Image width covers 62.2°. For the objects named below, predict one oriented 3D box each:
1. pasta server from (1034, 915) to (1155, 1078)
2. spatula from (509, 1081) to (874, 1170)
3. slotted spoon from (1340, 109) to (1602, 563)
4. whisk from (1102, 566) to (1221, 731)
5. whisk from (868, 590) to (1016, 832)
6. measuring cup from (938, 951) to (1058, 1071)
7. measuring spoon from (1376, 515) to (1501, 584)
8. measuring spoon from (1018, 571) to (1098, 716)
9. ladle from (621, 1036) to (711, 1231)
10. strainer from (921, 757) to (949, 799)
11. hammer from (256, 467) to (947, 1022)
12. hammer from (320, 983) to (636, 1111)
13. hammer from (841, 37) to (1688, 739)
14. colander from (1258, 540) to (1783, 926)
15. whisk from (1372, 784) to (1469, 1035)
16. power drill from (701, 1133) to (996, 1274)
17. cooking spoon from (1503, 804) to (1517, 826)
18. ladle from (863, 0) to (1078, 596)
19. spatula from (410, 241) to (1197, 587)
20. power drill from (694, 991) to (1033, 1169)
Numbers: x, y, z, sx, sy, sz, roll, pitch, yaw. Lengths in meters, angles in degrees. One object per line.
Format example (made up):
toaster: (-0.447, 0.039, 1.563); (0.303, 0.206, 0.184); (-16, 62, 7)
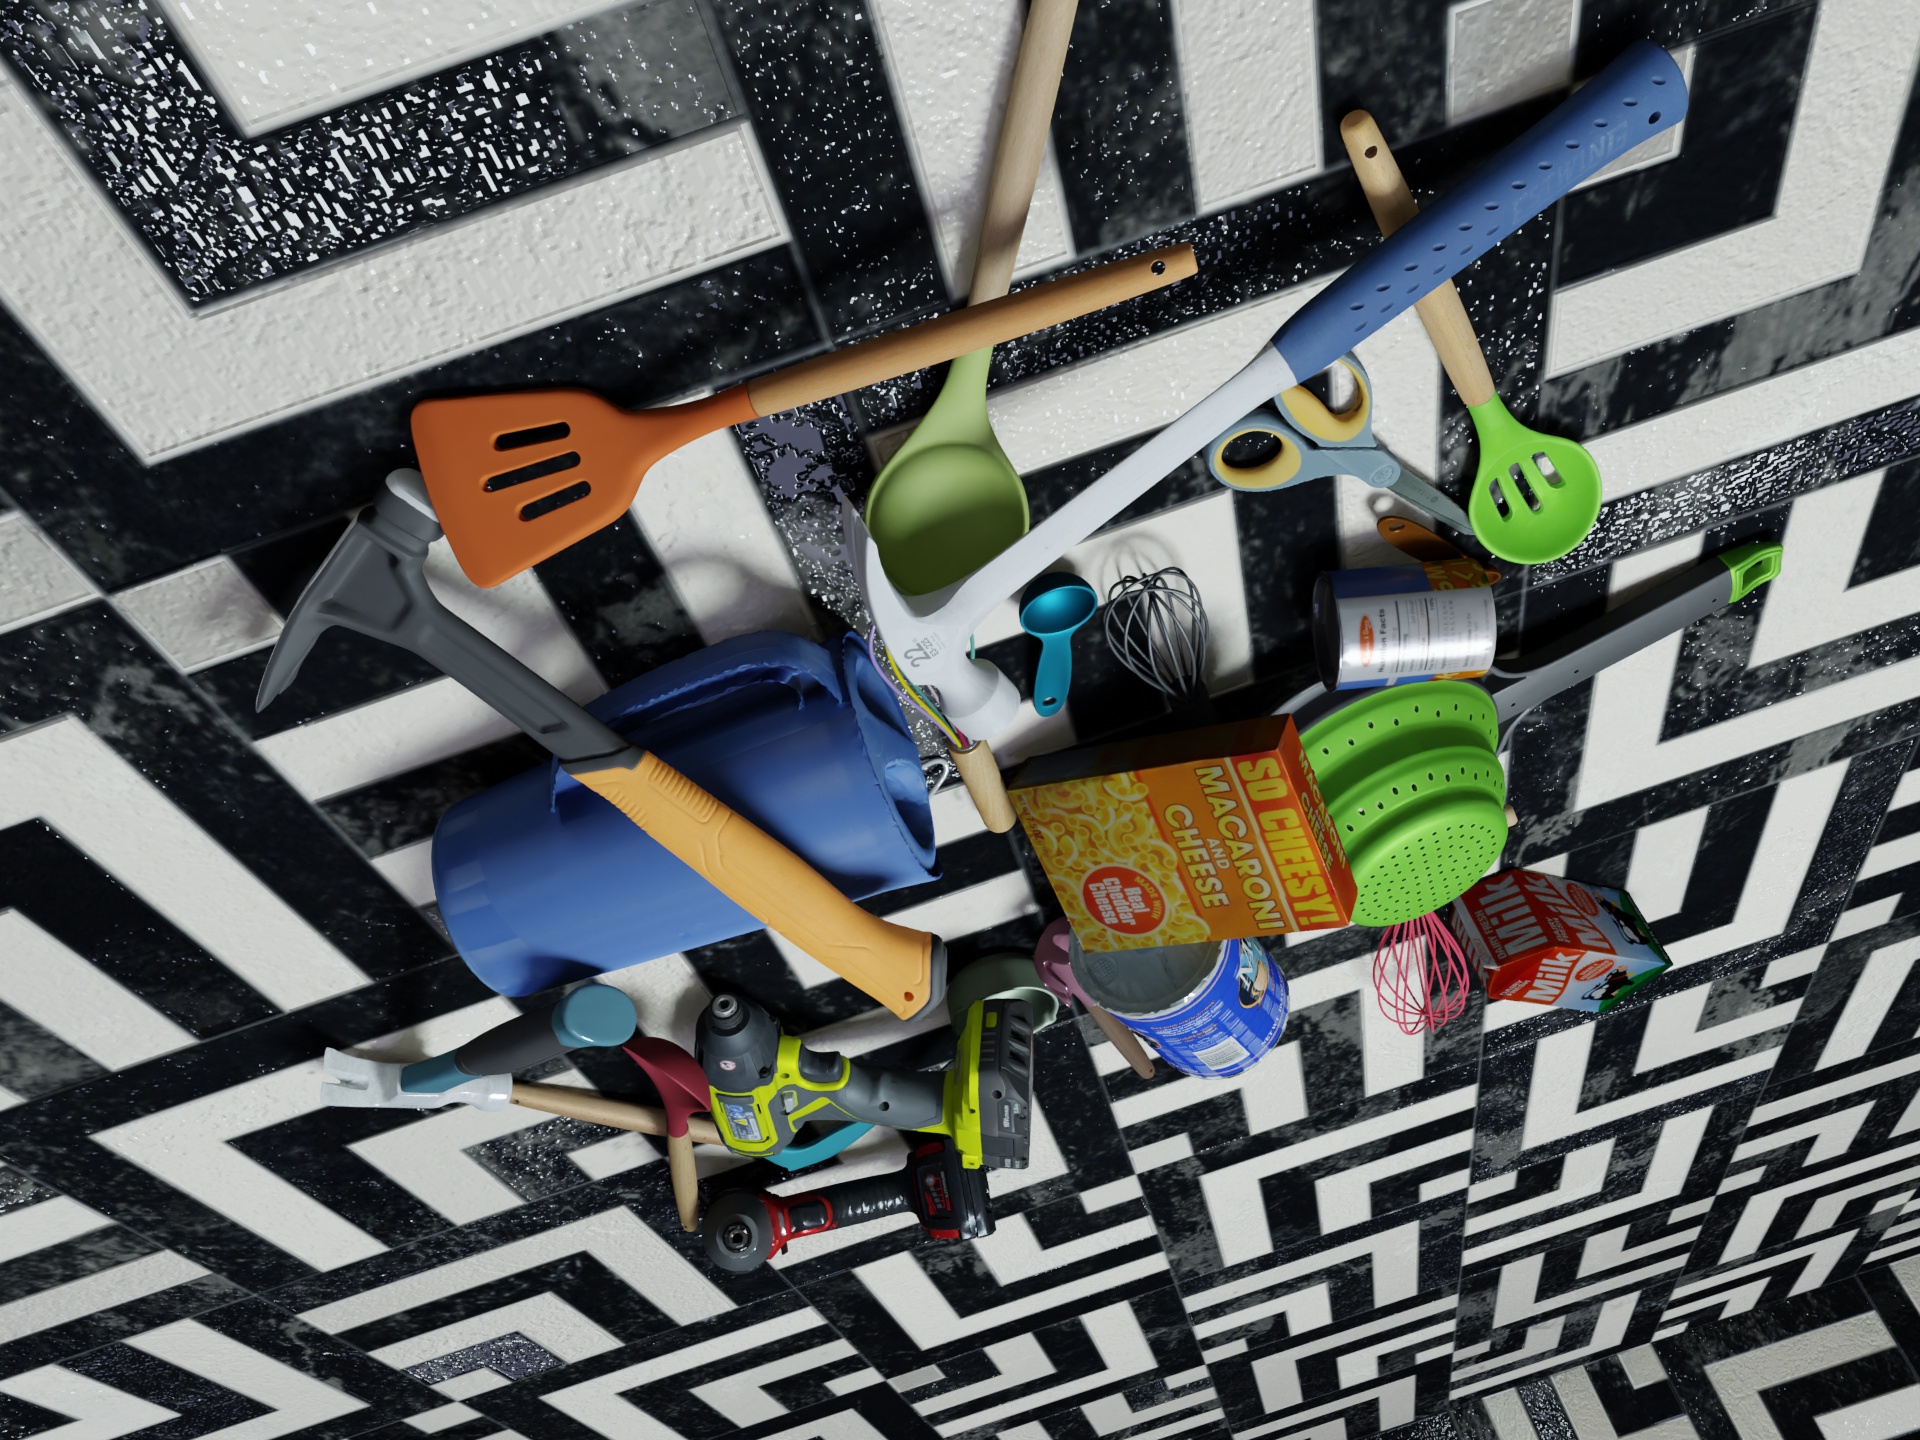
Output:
pasta server: (0.108, 0.212, 1.155); (0.040, 0.060, 0.315); (18, 159, 28)
spatula: (-0.190, 0.289, 1.158); (0.317, 0.044, 0.082); (22, 129, -33)
slotted spoon: (0.243, -0.174, 0.763); (0.070, 0.031, 0.313); (-32, 138, 15)
whisk: (0.127, -0.012, 0.898); (0.055, 0.055, 0.238); (-23, 145, 7)
whisk: (0.000, -0.004, 0.864); (0.051, 0.047, 0.244); (-10, 147, 9)
measuring cup: (0.006, 0.220, 1.138); (0.083, 0.038, 0.167); (10, 136, -30)
measuring spoon: (0.261, -0.095, 0.870); (0.116, 0.011, 0.021); (18, 148, -42)
measuring spoon: (0.048, -0.042, 0.859); (0.042, 0.021, 0.128); (-13, 150, -8)
ladle: (-0.195, 0.295, 1.104); (0.031, 0.069, 0.315); (-47, 160, -33)
strainer: (-0.118, 0.093, 0.935); (0.258, 0.050, 0.086); (-26, 125, 15)
hammer: (-0.147, 0.037, 0.721); (0.336, 0.034, 0.127); (38, 109, -12)
hammer: (-0.267, 0.190, 0.900); (0.128, 0.033, 0.331); (10, 157, -34)
hammer: (0.128, -0.150, 0.682); (0.405, 0.035, 0.143); (-37, 135, 7)
colander: (0.327, 0.018, 0.944); (0.397, 0.095, 0.204); (-28, 142, 4)
whisk: (0.330, 0.138, 1.152); (0.073, 0.073, 0.295); (-19, 135, 1)
power drill: (-0.090, 0.374, 1.223); (0.219, 0.079, 0.143); (-10, 168, -7)
cooking spoon: (0.221, 0.117, 1.086); (0.319, 0.017, 0.068); (-22, 143, 17)
ladle: (0.016, -0.179, 0.646); (0.078, 0.062, 0.320); (0, 136, -15)
spatula: (-0.063, -0.135, 0.639); (0.322, 0.041, 0.081); (-15, 100, 12)
power drill: (-0.064, 0.238, 1.067); (0.223, 0.080, 0.171); (1, 140, 4)
